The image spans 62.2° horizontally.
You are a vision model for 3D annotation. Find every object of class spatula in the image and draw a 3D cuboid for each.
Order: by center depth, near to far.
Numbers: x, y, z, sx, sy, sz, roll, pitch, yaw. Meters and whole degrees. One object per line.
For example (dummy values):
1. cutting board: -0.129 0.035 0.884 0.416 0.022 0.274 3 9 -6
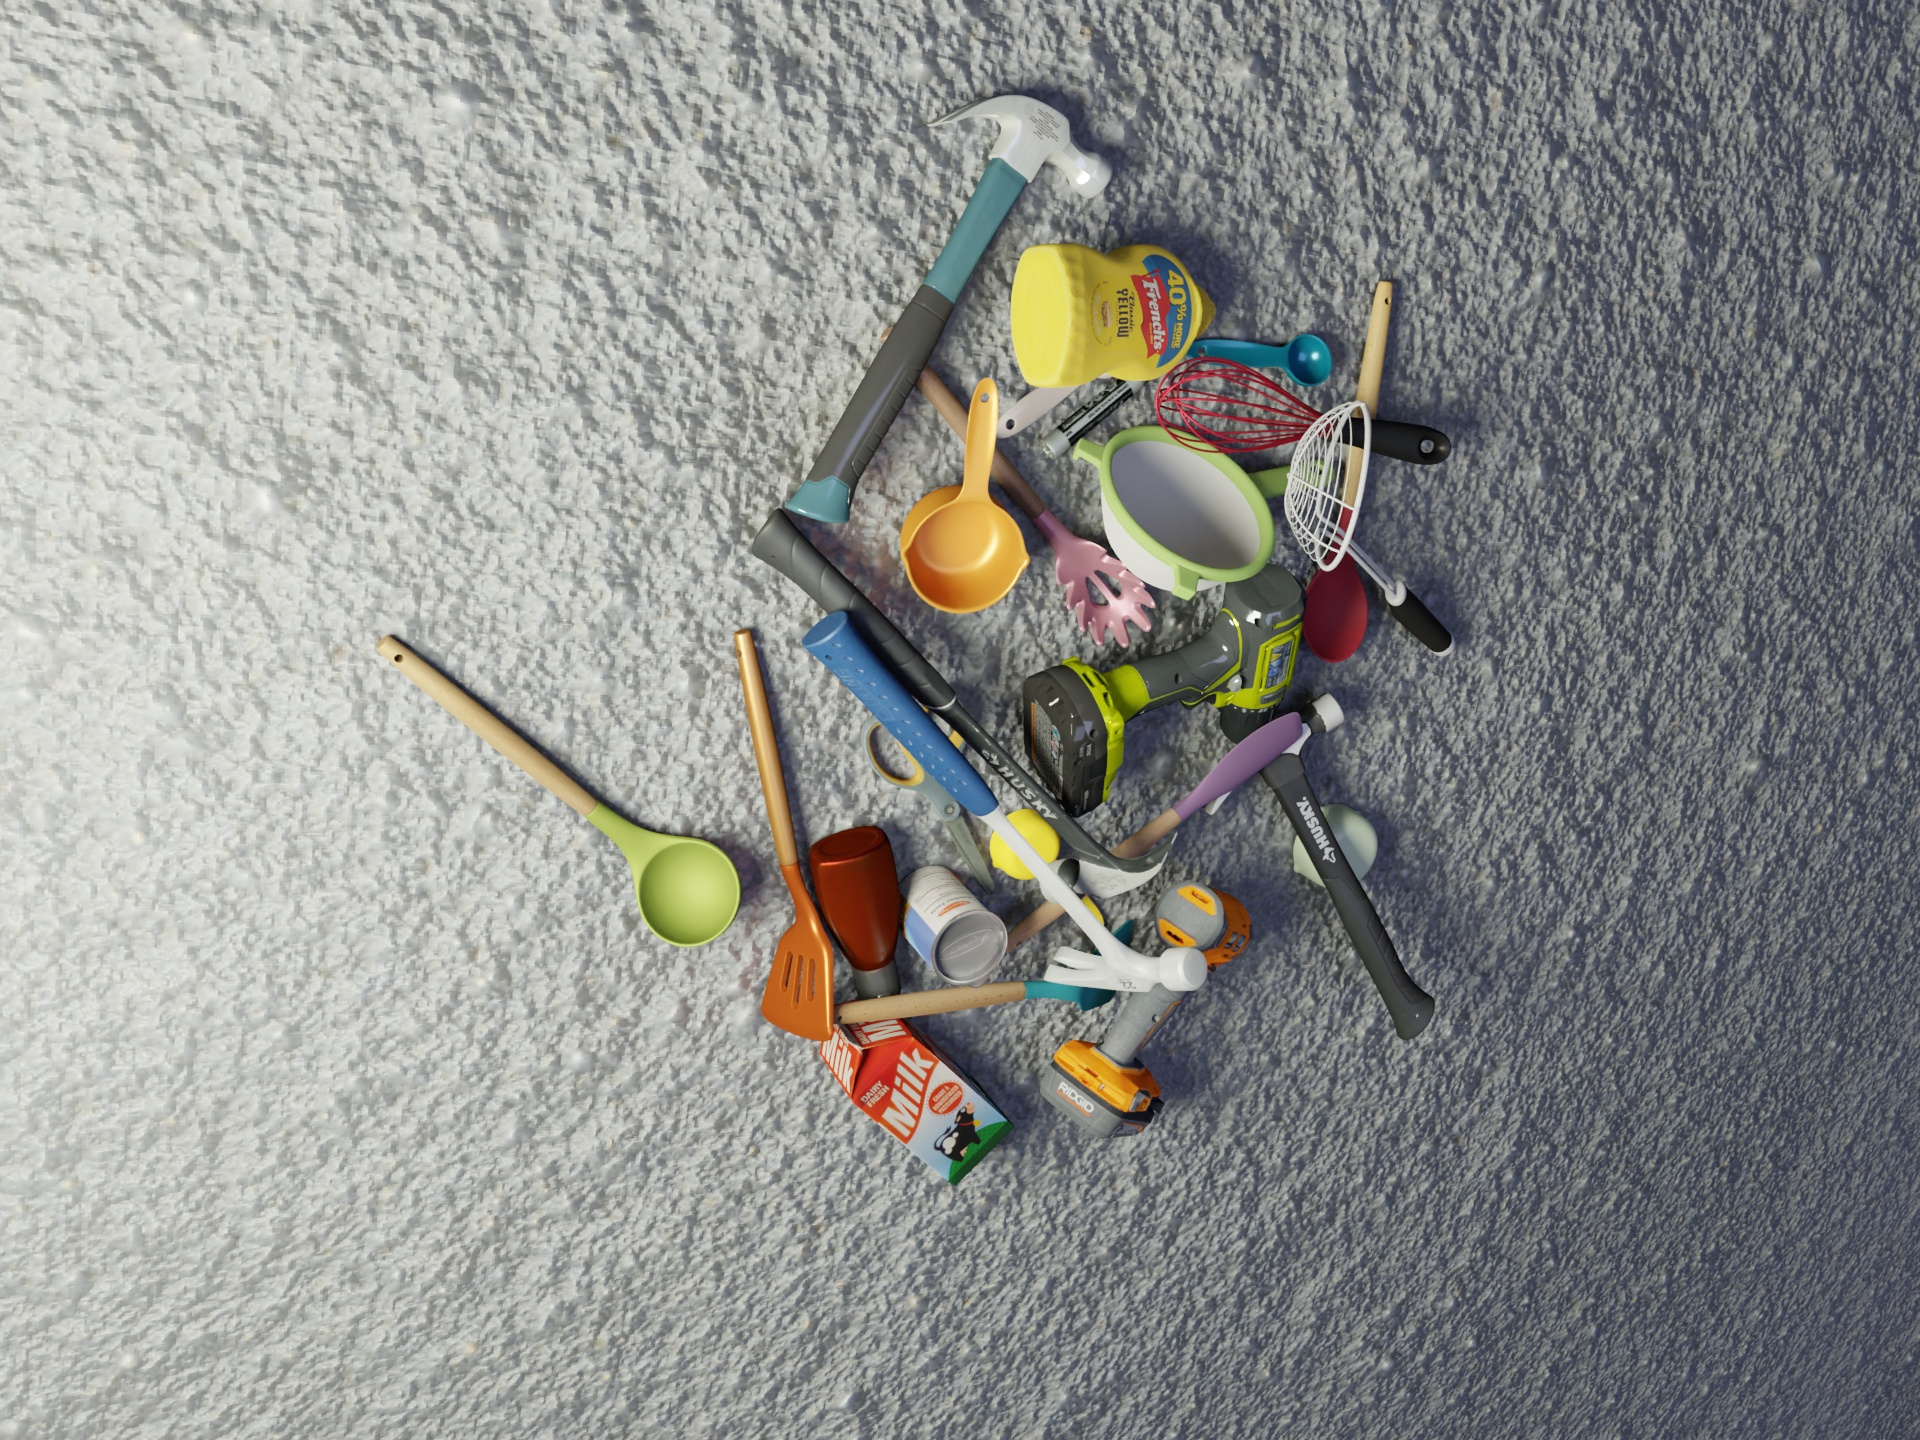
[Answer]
1. spatula: -0.139 0.088 1.192 0.041 0.081 0.322 -29 118 -42
2. spatula: 0.023 0.222 1.314 0.317 0.044 0.082 -1 114 -31
3. spatula: 0.160 0.093 1.327 0.316 0.018 0.059 -37 144 -3

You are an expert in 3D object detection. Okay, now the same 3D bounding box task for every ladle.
1. ladle: -0.274 0.050 1.104 0.078 0.062 0.319 -46 120 -1
2. ladle: 0.328 -0.204 1.325 0.069 0.031 0.315 -3 109 -24

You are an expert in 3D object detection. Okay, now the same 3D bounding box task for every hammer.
1. hammer: -0.021 -0.279 1.093 0.128 0.033 0.331 31 88 -31
2. hammer: -0.002 -0.004 1.175 0.408 0.149 0.036 45 55 -21
3. hammer: 0.021 0.075 1.196 0.405 0.144 0.035 49 53 -25
4. hammer: 0.336 0.149 1.418 0.146 0.035 0.334 -32 107 -5

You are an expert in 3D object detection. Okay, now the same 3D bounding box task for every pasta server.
1. pasta server: 0.044 -0.171 1.186 0.060 0.040 0.316 -36 122 13

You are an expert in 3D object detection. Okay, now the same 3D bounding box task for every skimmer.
1. skimmer: 0.357 -0.131 1.286 0.362 0.090 0.127 31 61 -48

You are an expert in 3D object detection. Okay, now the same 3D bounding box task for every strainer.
1. strainer: 0.200 -0.163 1.253 0.256 0.152 0.069 -18 156 -39

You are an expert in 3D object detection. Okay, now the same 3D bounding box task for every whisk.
1. whisk: 0.275 -0.234 1.254 0.295 0.073 0.073 4 108 -28

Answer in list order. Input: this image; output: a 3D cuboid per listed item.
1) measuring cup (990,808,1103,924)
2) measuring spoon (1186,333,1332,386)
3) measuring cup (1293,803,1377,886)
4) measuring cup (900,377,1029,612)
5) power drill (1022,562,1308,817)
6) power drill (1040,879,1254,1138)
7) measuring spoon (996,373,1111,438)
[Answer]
1. measuring cup: 0.083 0.135 1.334 0.062 0.029 0.156 -44 121 -5
2. measuring spoon: 0.231 -0.284 1.251 0.128 0.021 0.042 0 86 -18
3. measuring cup: 0.326 0.087 1.433 0.083 0.038 0.167 -40 124 -8
4. measuring cup: 0.004 -0.166 1.147 0.095 0.052 0.173 2 114 -13
5. power drill: 0.168 -0.013 1.272 0.228 0.080 0.190 -24 146 -15
6. power drill: 0.176 0.248 1.385 0.226 0.084 0.164 -58 153 3
7. measuring spoon: 0.076 -0.246 1.184 0.124 0.018 0.034 -37 122 -9
